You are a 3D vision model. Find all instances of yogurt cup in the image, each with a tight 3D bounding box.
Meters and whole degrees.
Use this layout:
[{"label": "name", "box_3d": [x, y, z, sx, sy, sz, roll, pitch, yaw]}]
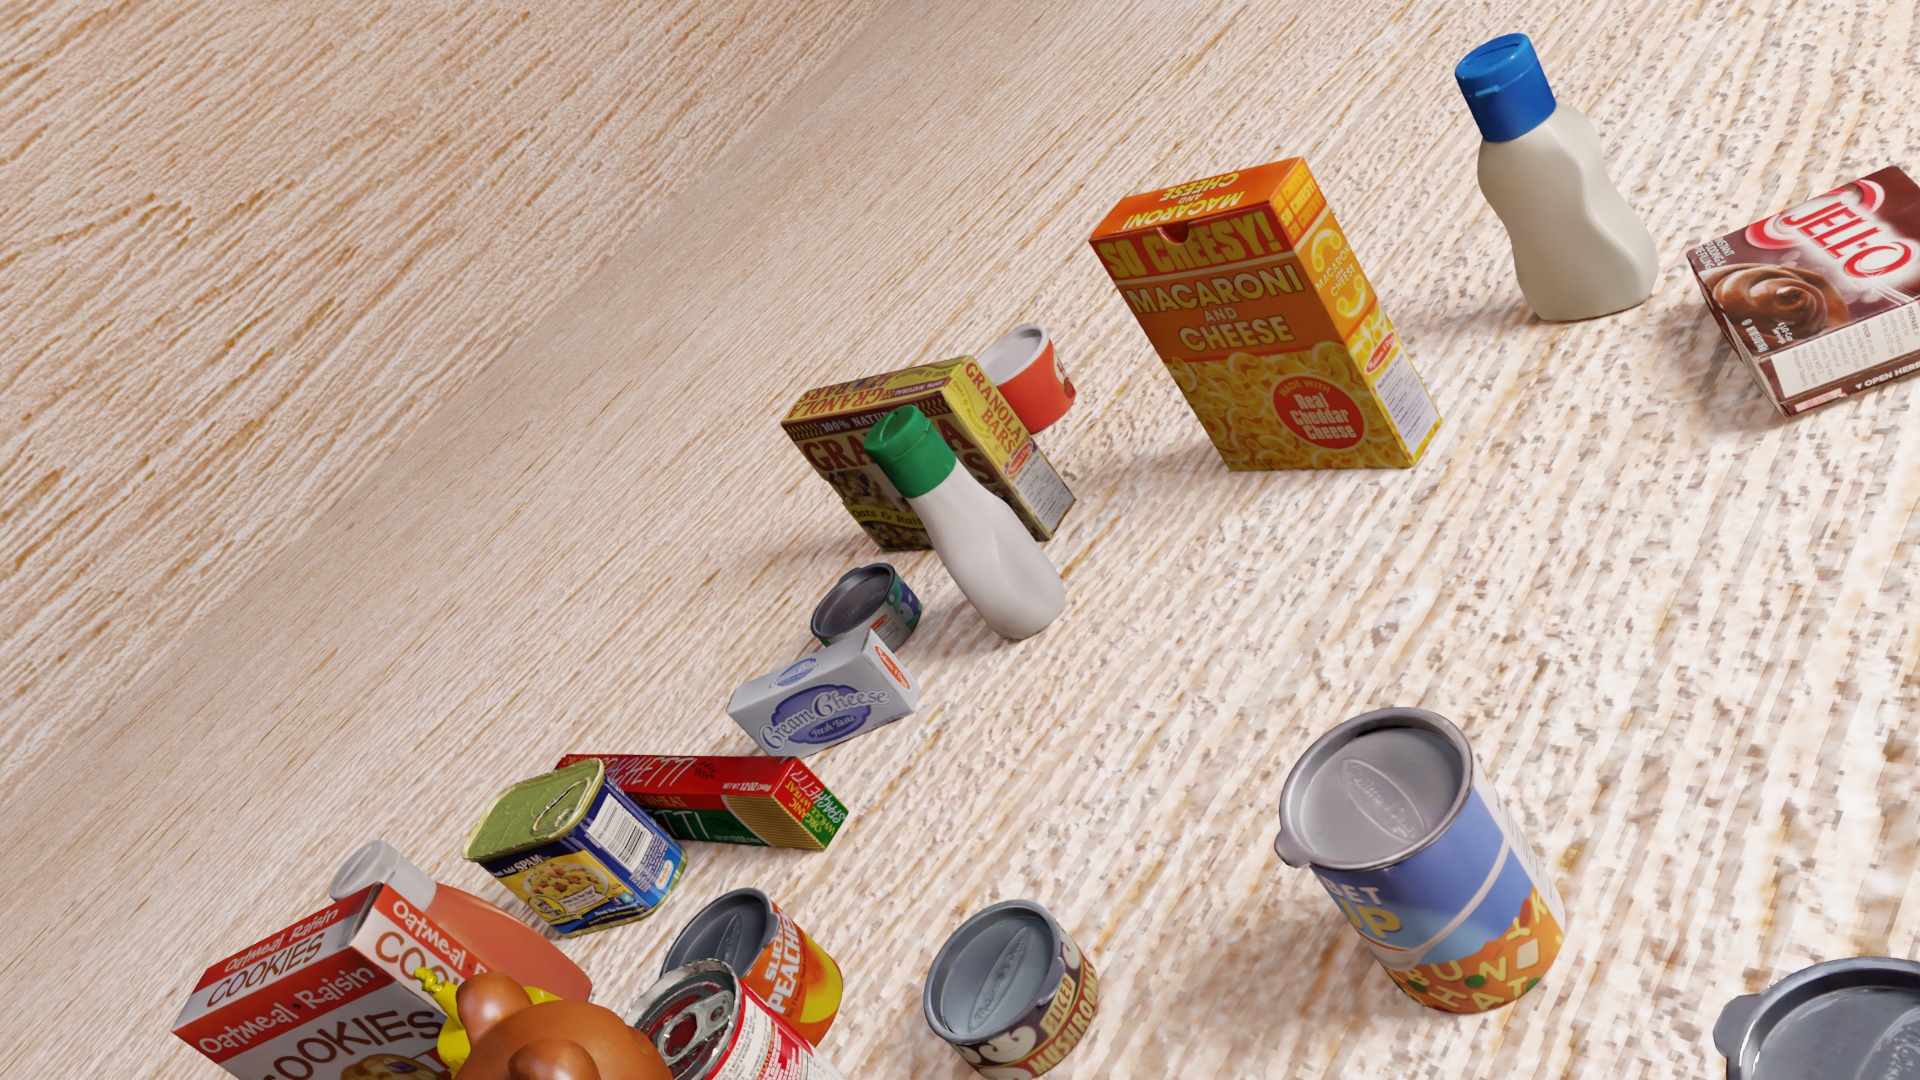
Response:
[{"label": "yogurt cup", "box_3d": [0.046, -0.111, 0.987, 0.072, 0.053, 0.073, -29, 28, 17]}]

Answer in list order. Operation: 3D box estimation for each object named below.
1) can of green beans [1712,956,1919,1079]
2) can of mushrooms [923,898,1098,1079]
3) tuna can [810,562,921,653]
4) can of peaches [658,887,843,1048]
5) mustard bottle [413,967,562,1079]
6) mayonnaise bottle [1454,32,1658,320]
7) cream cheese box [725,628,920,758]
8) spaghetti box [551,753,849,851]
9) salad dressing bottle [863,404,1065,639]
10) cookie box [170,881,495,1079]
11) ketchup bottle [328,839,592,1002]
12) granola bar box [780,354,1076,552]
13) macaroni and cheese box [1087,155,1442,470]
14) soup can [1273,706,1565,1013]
[{"label": "can of green beans", "box_3d": [0.233, 0.147, 0.341, 0.071, 0.057, 0.071, -29, 28, 17]}, {"label": "can of mushrooms", "box_3d": [0.022, 0.184, 0.566, 0.071, 0.033, 0.071, -29, 28, 17]}, {"label": "tuna can", "box_3d": [-0.060, 0.047, 0.886, 0.071, 0.032, 0.071, -29, 28, 17]}, {"label": "can of peaches", "box_3d": [-0.095, 0.206, 0.647, 0.071, 0.058, 0.071, -29, 28, 17]}, {"label": "mustard bottle", "box_3d": [-0.172, 0.230, 0.587, 0.048, 0.160, 0.066, -23, 30, 27]}, {"label": "mayonnaise bottle", "box_3d": [0.291, -0.178, 0.688, 0.064, 0.147, 0.041, -5, 41, 48]}, {"label": "cream cheese box", "box_3d": [-0.081, 0.094, 0.814, 0.103, 0.053, 0.024, -25, 29, 24]}, {"label": "spaghetti box", "box_3d": [-0.166, 0.153, 0.827, 0.249, 0.050, 0.029, -8, 38, 44]}, {"label": "salad dressing bottle", "box_3d": [0.003, -0.010, 0.772, 0.044, 0.147, 0.064, -23, 30, 27]}, {"label": "cookie box", "box_3d": [-0.268, 0.247, 0.670, 0.122, 0.167, 0.040, -28, 28, 19]}, {"label": "ketchup bottle", "box_3d": [-0.265, 0.217, 0.734, 0.043, 0.148, 0.065, -12, 36, 42]}, {"label": "granola bar box", "box_3d": [-0.024, -0.051, 0.897, 0.165, 0.124, 0.039, -5, 41, 47]}, {"label": "macaroni and cheese box", "box_3d": [0.157, -0.109, 0.721, 0.123, 0.166, 0.040, 2, 46, 52]}, {"label": "soup can", "box_3d": [0.154, 0.109, 0.468, 0.071, 0.083, 0.072, -29, 28, 17]}]
